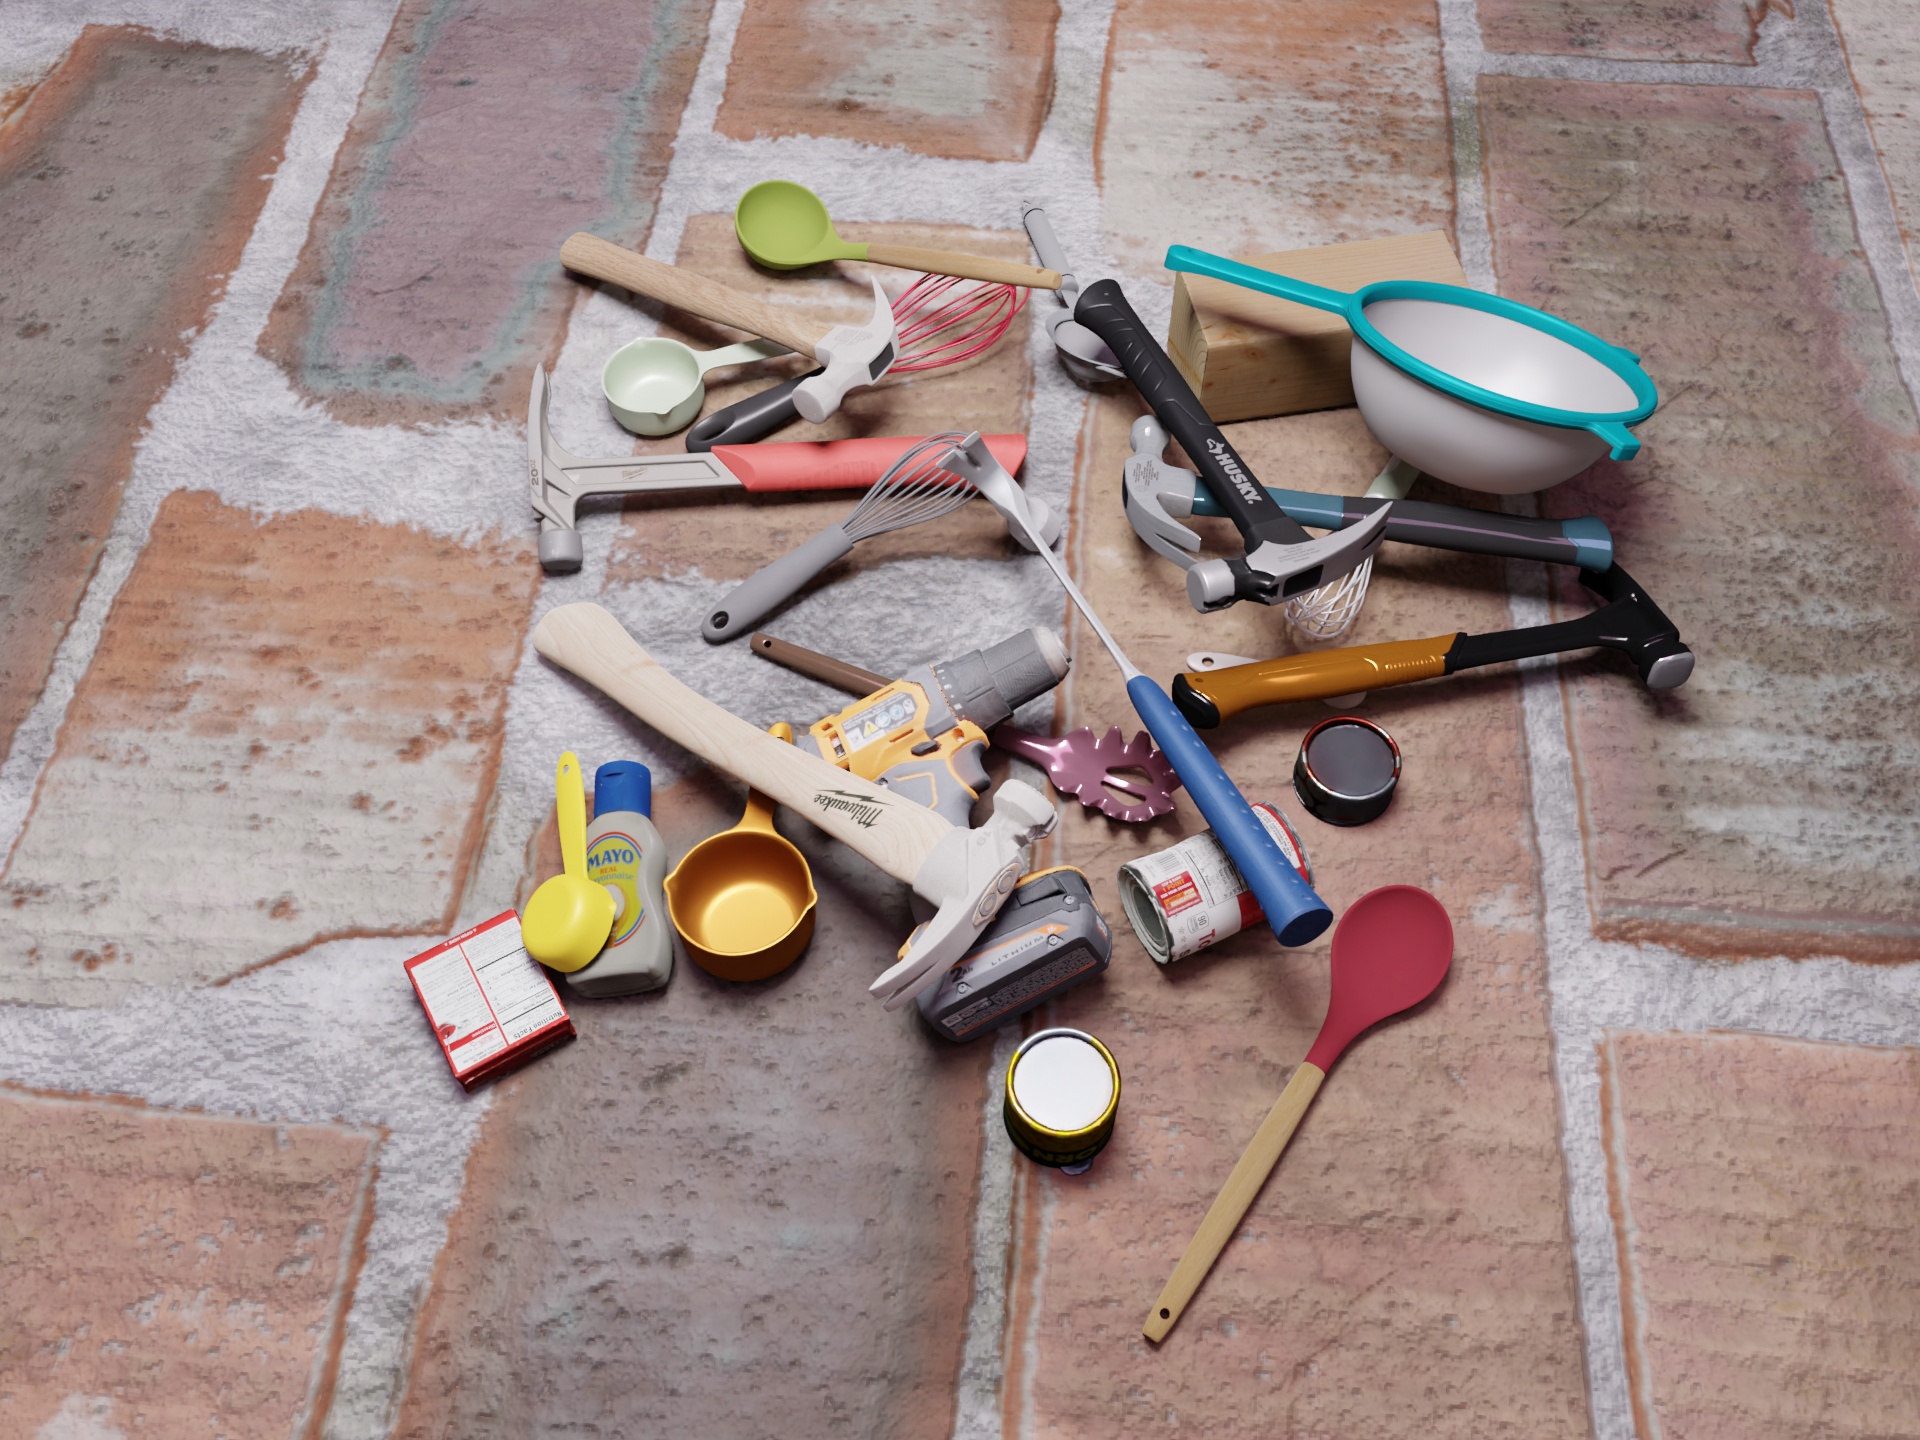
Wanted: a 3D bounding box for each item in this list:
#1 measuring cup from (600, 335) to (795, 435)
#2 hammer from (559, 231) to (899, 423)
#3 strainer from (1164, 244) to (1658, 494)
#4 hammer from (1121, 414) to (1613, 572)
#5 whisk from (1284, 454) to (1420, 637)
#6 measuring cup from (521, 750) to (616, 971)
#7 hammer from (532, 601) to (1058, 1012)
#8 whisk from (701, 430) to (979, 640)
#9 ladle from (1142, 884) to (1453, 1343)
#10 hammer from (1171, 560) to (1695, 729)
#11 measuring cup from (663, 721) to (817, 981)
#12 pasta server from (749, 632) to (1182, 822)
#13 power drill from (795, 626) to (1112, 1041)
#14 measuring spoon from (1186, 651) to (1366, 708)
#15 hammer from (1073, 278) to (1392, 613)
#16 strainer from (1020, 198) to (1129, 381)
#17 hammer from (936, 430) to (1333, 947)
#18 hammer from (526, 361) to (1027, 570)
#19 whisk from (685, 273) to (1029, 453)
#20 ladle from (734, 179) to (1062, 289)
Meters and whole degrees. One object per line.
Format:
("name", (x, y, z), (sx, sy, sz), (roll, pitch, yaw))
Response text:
("measuring cup", (-0.191, -0.264, 1.222), (0.167, 0.038, 0.083), (-16, 60, -11))
("hammer", (-0.183, -0.320, 1.213), (0.331, 0.031, 0.130), (27, 59, 29))
("strainer", (0.294, -0.237, 1.096), (0.340, 0.095, 0.211), (20, 35, 11))
("hammer", (0.275, -0.141, 1.092), (0.331, 0.033, 0.128), (8, 50, 6))
("whisk", (0.296, -0.149, 1.143), (0.059, 0.058, 0.246), (43, 59, -10))
("measuring cup", (-0.247, 0.080, 0.979), (0.062, 0.029, 0.157), (-29, 53, 22))
("hammer", (-0.139, 0.026, 0.987), (0.411, 0.038, 0.146), (28, 70, 34))
("whisk", (-0.081, -0.127, 1.117), (0.239, 0.055, 0.055), (-35, 64, -4))
("ladle", (0.195, 0.225, 0.928), (0.069, 0.031, 0.315), (30, 65, 20))
("hammer", (0.303, -0.046, 1.061), (0.337, 0.034, 0.127), (-10, 43, -7))
("measuring cup", (-0.127, 0.083, 1.004), (0.095, 0.052, 0.174), (5, 53, 6))
("pasta server", (-0.002, -0.003, 1.061), (0.316, 0.040, 0.060), (21, 76, 14))
("power drill", (0.015, 0.058, 0.978), (0.185, 0.084, 0.226), (-29, 59, 5))
("measuring spoon", (0.217, -0.034, 1.089), (0.124, 0.018, 0.034), (10, 60, 7))
("hammer", (0.165, -0.206, 1.102), (0.146, 0.035, 0.335), (-15, 50, -13))
("strainer", (0.087, -0.337, 1.263), (0.086, 0.050, 0.259), (1, 50, -23))
("hammer", (0.103, -0.030, 0.992), (0.035, 0.144, 0.406), (-38, 55, 11))
("hammer", (-0.131, -0.194, 1.161), (0.359, 0.036, 0.149), (-4, 81, -5))
("whisk", (-0.077, -0.274, 1.217), (0.296, 0.073, 0.073), (-29, 63, -8))
("ladle", (-0.053, -0.364, 1.212), (0.320, 0.062, 0.078), (22, 62, 38))
